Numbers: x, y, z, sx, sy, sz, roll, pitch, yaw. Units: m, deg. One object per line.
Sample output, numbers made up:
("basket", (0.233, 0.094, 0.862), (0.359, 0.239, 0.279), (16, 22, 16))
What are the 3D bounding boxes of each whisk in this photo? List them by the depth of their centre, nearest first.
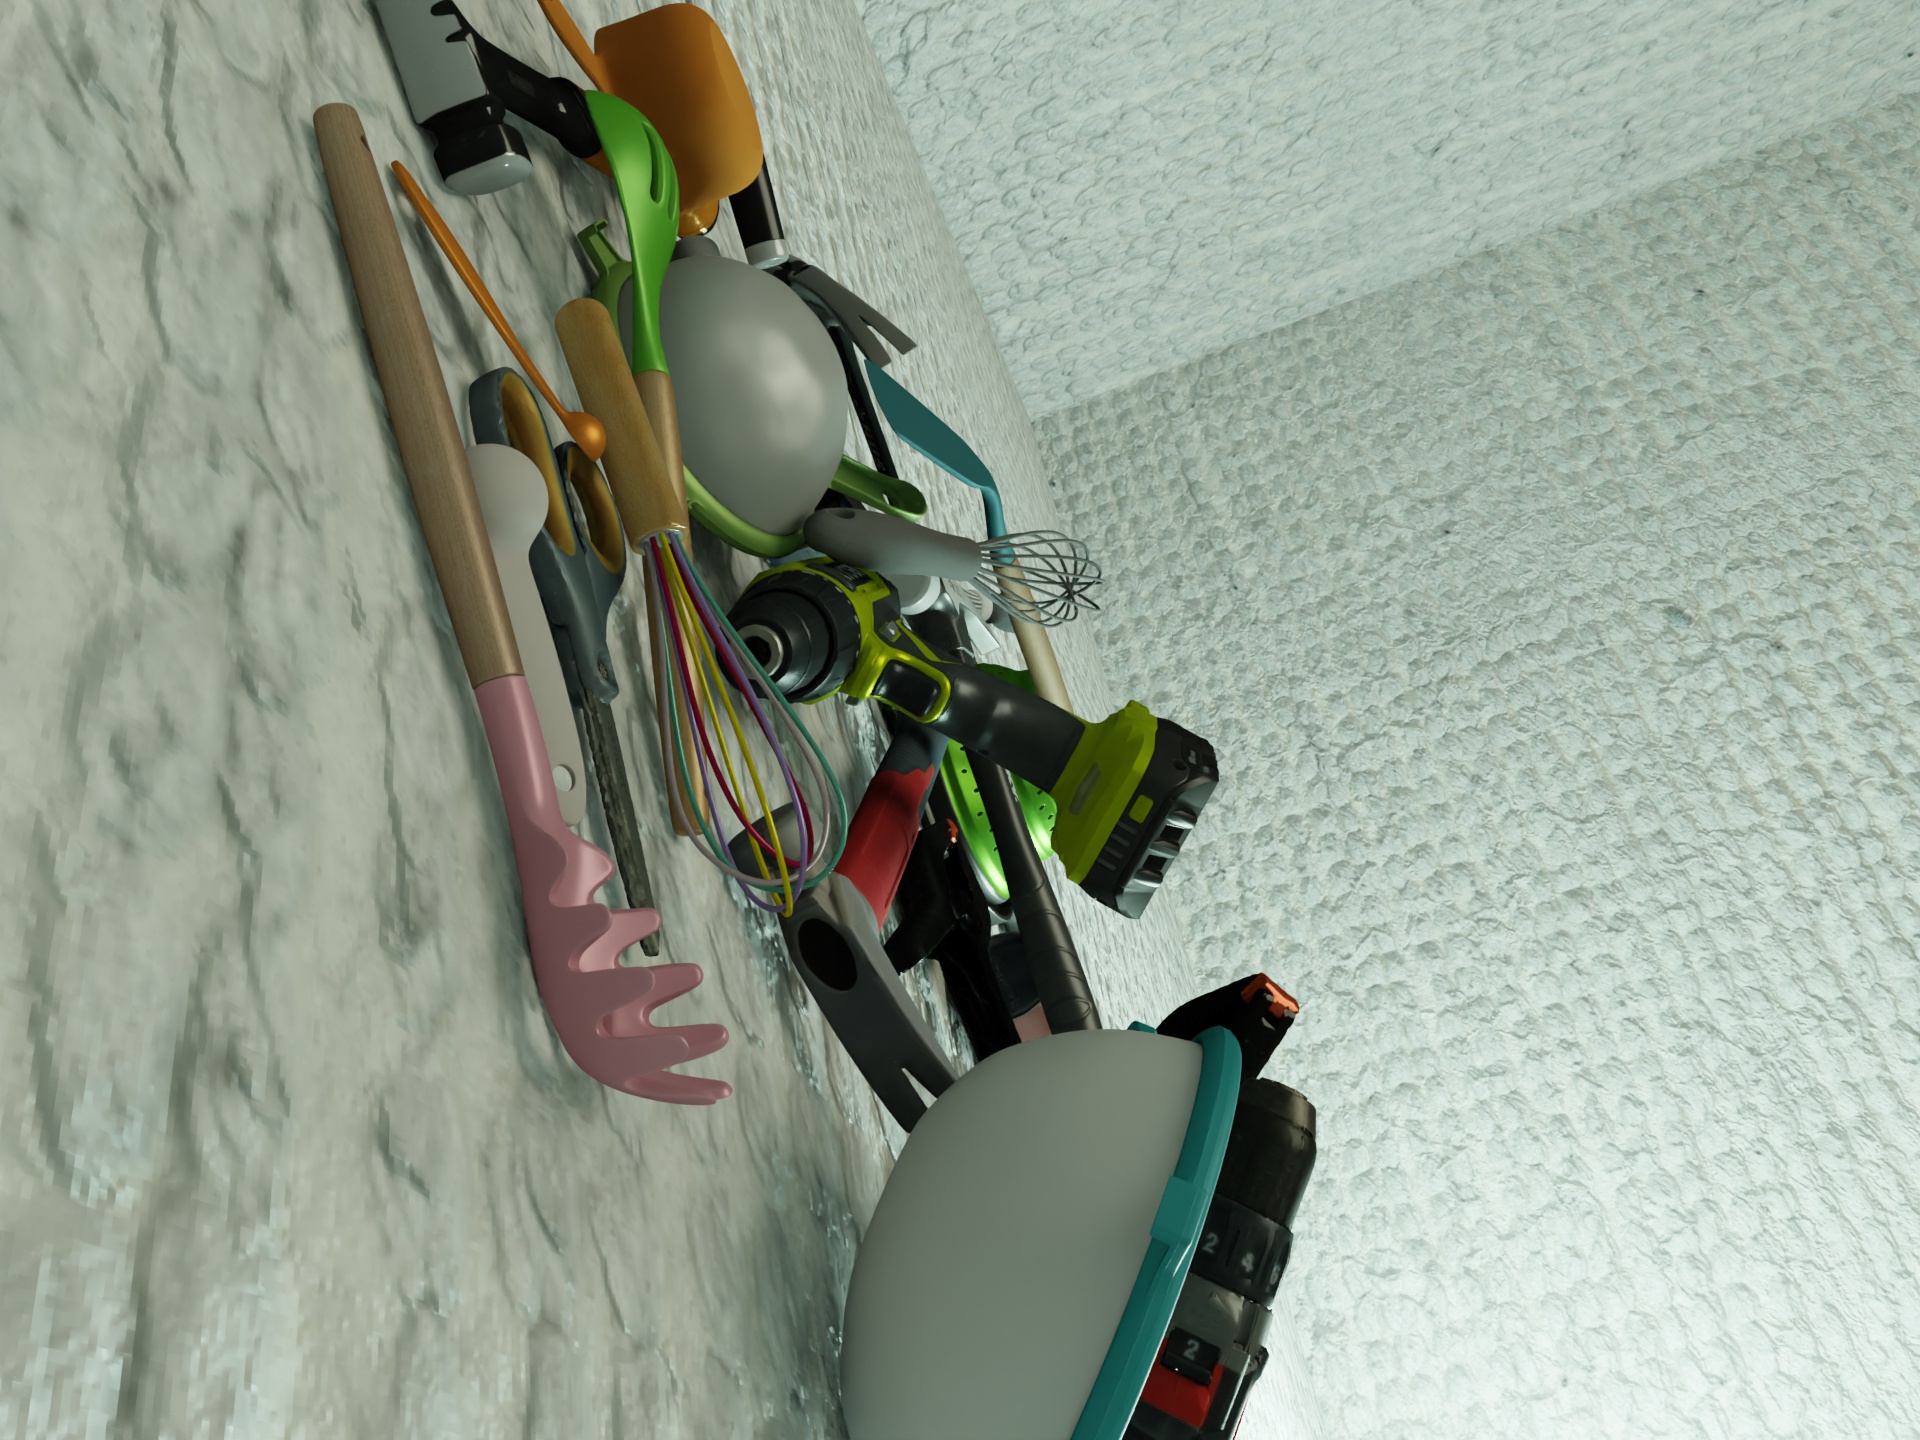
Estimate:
("whisk", (-0.097, -0.046, 0.559), (0.245, 0.051, 0.047), (68, 12, 16))
("whisk", (0.003, -0.080, 0.811), (0.238, 0.055, 0.055), (4, 65, -54))
("whisk", (-0.004, -0.078, 1.044), (0.284, 0.070, 0.070), (-3, 73, -66))

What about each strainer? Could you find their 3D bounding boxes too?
("strainer", (0.025, 0.176, 0.619), (0.340, 0.095, 0.211), (-49, 162, -75))
("strainer", (-0.067, -0.146, 0.767), (0.256, 0.069, 0.152), (16, 51, -59))

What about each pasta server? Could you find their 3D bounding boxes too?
("pasta server", (-0.133, -0.038, 0.458), (0.060, 0.040, 0.316), (68, 3, -81))

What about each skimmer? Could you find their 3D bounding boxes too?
("skimmer", (-0.180, -0.405, 0.817), (0.127, 0.090, 0.363), (-104, 178, -82))

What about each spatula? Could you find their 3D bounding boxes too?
("spatula", (0.022, -0.072, 0.934), (0.082, 0.044, 0.317), (-110, 177, -51))

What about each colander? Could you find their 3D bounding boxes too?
("colander", (0.058, 0.093, 1.125), (0.205, 0.094, 0.396), (-95, 163, -57))

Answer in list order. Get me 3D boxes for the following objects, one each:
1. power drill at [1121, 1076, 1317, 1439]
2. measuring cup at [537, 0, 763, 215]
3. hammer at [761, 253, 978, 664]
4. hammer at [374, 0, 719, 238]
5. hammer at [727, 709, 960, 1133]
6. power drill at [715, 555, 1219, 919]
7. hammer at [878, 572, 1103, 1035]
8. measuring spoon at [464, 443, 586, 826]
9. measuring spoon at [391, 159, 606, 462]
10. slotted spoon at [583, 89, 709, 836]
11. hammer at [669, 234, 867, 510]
("power drill", (0.091, 0.252, 0.679), (0.226, 0.080, 0.188), (85, 29, -71))
("measuring cup", (-0.132, -0.286, 0.692), (0.173, 0.052, 0.095), (26, 48, -81))
("hammer", (-0.031, -0.128, 1.121), (0.149, 0.036, 0.408), (39, -23, 46))
("hammer", (-0.171, -0.275, 0.719), (0.337, 0.034, 0.127), (-49, 121, -80))
("hammer", (-0.026, 0.057, 0.803), (0.143, 0.038, 0.386), (60, 12, -10))
("power drill", (-0.001, -0.002, 0.728), (0.228, 0.080, 0.190), (29, 10, 2))
("hammer", (0.033, 0.075, 0.867), (0.146, 0.035, 0.335), (32, 39, -74))
("measuring spoon", (-0.129, -0.029, 0.486), (0.034, 0.018, 0.124), (-4, 76, -50))
("measuring spoon", (-0.155, -0.140, 0.543), (0.117, 0.011, 0.021), (57, 0, -14))
("slotted spoon", (-0.117, -0.109, 0.619), (0.070, 0.031, 0.314), (63, 19, -74))
("hammer", (-0.087, -0.147, 0.956), (0.330, 0.033, 0.128), (49, 23, -67))
